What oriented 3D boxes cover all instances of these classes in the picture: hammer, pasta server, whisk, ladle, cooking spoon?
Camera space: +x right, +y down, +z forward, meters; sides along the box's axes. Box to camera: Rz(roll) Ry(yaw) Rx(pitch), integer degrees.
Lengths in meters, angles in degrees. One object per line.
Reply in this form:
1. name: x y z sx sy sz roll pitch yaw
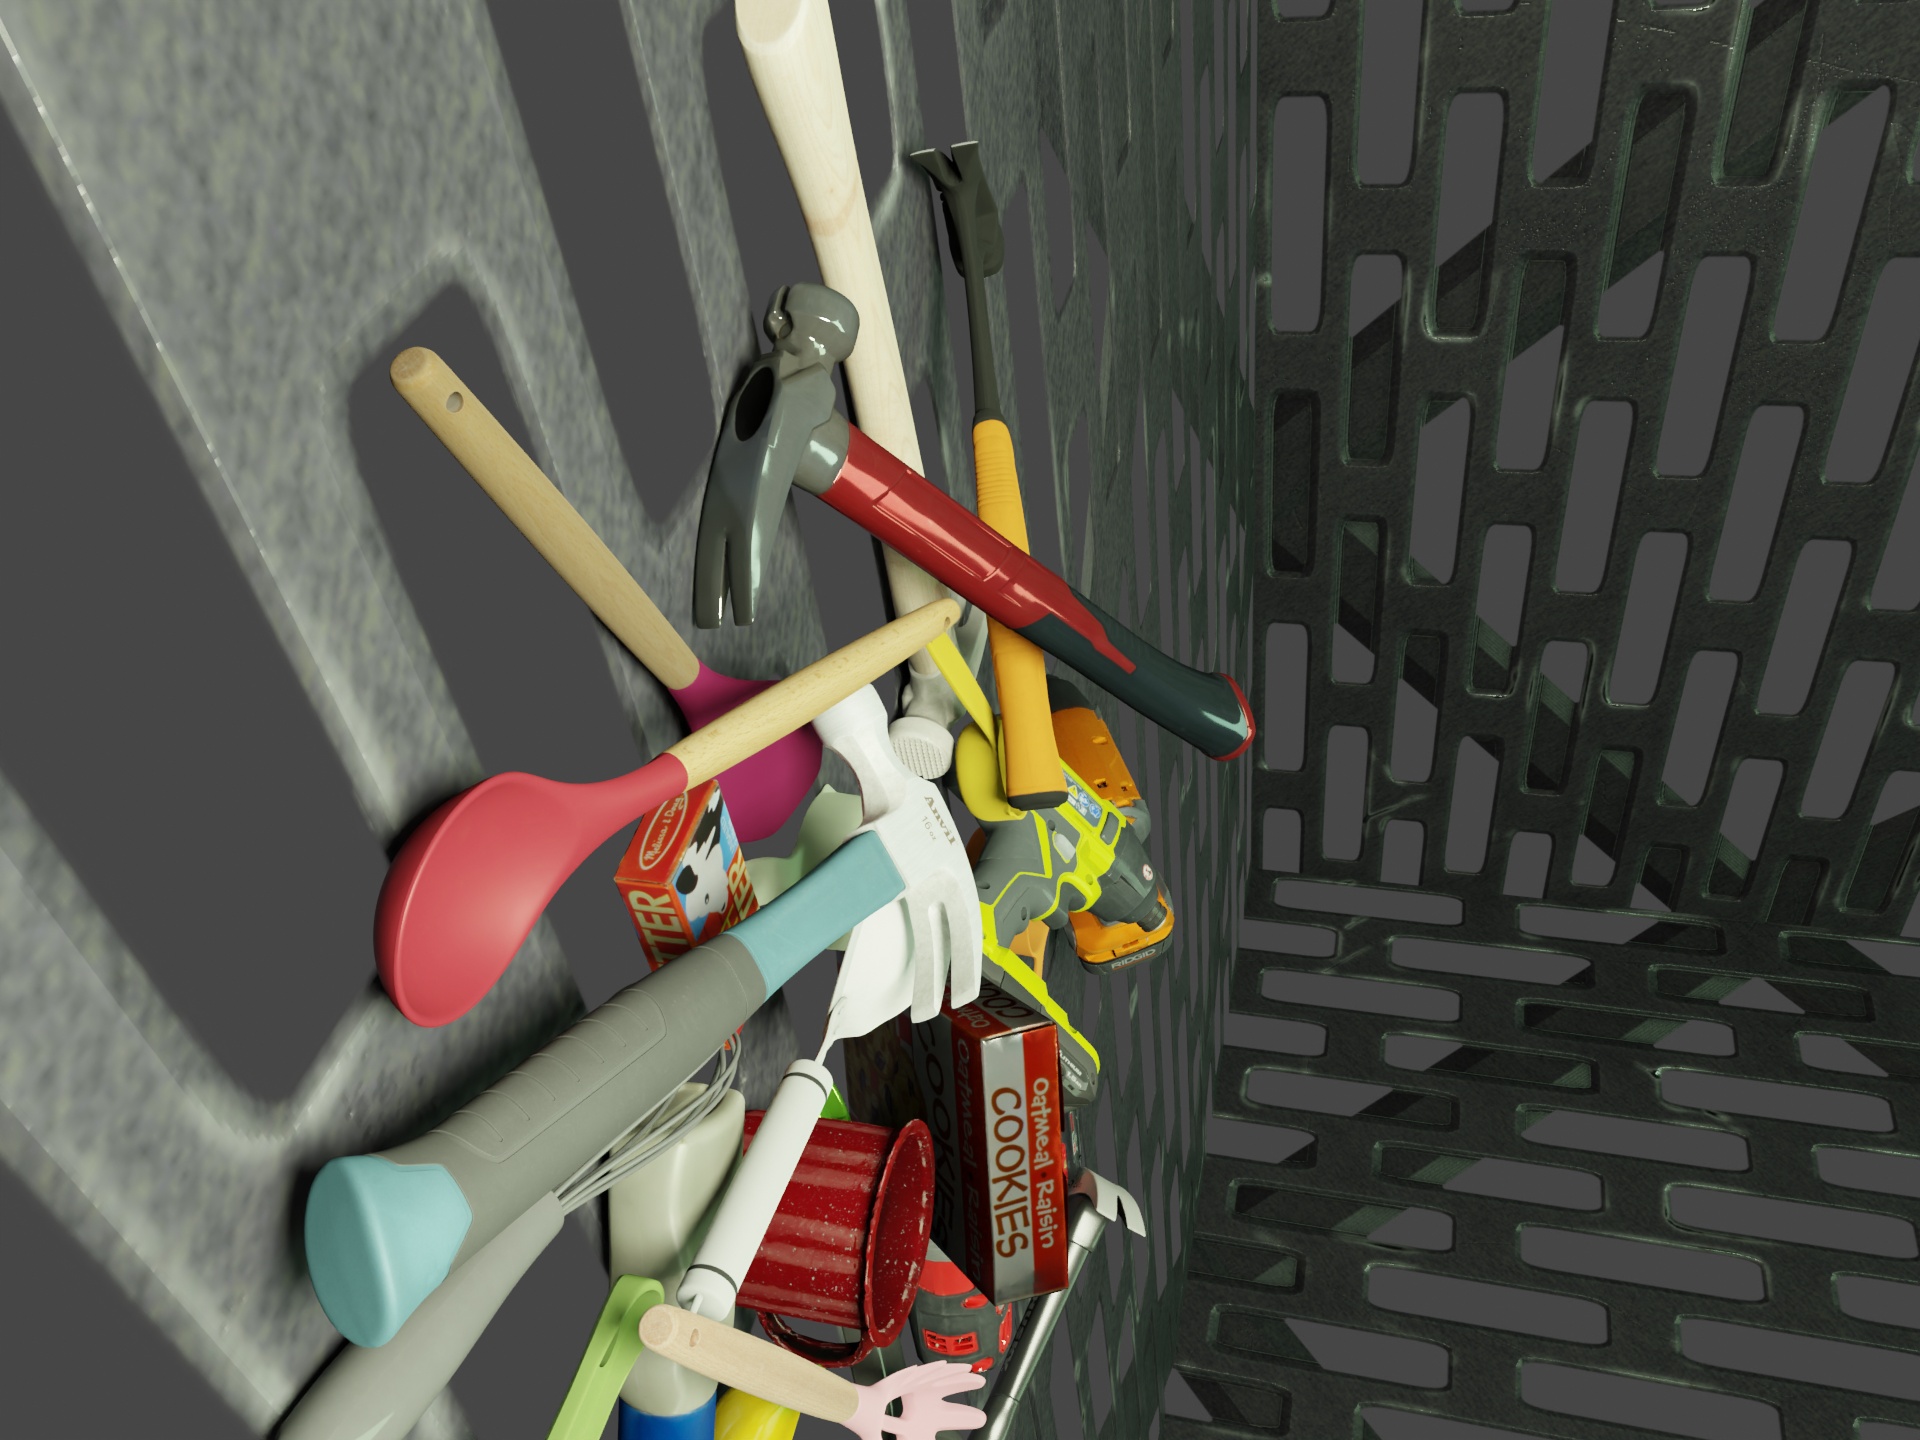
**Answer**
1. hammer: -0.036 -0.157 0.755 0.410 0.038 0.146 78 21 -47
2. pasta server: -0.046 0.255 0.600 0.315 0.040 0.060 64 33 -57
3. hammer: 0.023 0.438 0.990 0.335 0.035 0.146 -62 -176 -21
4. hammer: 0.032 -0.041 0.747 0.385 0.038 0.143 30 67 -46
5. whisk: -0.130 0.148 0.485 0.239 0.055 0.055 -50 143 -58
6. hammer: -0.082 0.087 0.523 0.128 0.033 0.331 60 30 -2
7. ladle: -0.080 0.007 0.538 0.315 0.031 0.069 -35 140 -54
8. cooking spoon: -0.108 -0.029 0.554 0.069 0.017 0.318 -55 156 -13
9. hammer: 0.019 -0.122 0.820 0.127 0.034 0.337 35 48 -79

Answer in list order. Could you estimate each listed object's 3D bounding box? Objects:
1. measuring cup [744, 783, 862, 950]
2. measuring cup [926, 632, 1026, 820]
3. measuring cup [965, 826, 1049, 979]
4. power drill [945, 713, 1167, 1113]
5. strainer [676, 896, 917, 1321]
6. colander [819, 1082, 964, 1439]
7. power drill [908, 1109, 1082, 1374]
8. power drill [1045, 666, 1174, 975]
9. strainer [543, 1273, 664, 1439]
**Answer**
1. measuring cup: -0.061 0.072 0.722 0.167 0.038 0.083 7 87 -77
2. measuring cup: -0.001 -0.003 0.816 0.156 0.029 0.062 58 30 -46
3. measuring cup: 0.029 0.150 1.065 0.095 0.052 0.173 -46 140 -67
4. power drill: 0.043 0.120 0.929 0.171 0.080 0.223 44 39 -15
5. strainer: -0.055 0.138 0.619 0.259 0.050 0.086 -63 170 -53
6. colander: -0.061 0.368 0.762 0.204 0.094 0.397 -1 78 -76
7. power drill: 0.015 0.270 0.962 0.220 0.078 0.143 -48 134 -69
8. power drill: 0.092 0.071 1.174 0.226 0.084 0.164 73 -4 -52
9. strainer: -0.111 0.267 0.420 0.257 0.069 0.151 -70 158 -47
